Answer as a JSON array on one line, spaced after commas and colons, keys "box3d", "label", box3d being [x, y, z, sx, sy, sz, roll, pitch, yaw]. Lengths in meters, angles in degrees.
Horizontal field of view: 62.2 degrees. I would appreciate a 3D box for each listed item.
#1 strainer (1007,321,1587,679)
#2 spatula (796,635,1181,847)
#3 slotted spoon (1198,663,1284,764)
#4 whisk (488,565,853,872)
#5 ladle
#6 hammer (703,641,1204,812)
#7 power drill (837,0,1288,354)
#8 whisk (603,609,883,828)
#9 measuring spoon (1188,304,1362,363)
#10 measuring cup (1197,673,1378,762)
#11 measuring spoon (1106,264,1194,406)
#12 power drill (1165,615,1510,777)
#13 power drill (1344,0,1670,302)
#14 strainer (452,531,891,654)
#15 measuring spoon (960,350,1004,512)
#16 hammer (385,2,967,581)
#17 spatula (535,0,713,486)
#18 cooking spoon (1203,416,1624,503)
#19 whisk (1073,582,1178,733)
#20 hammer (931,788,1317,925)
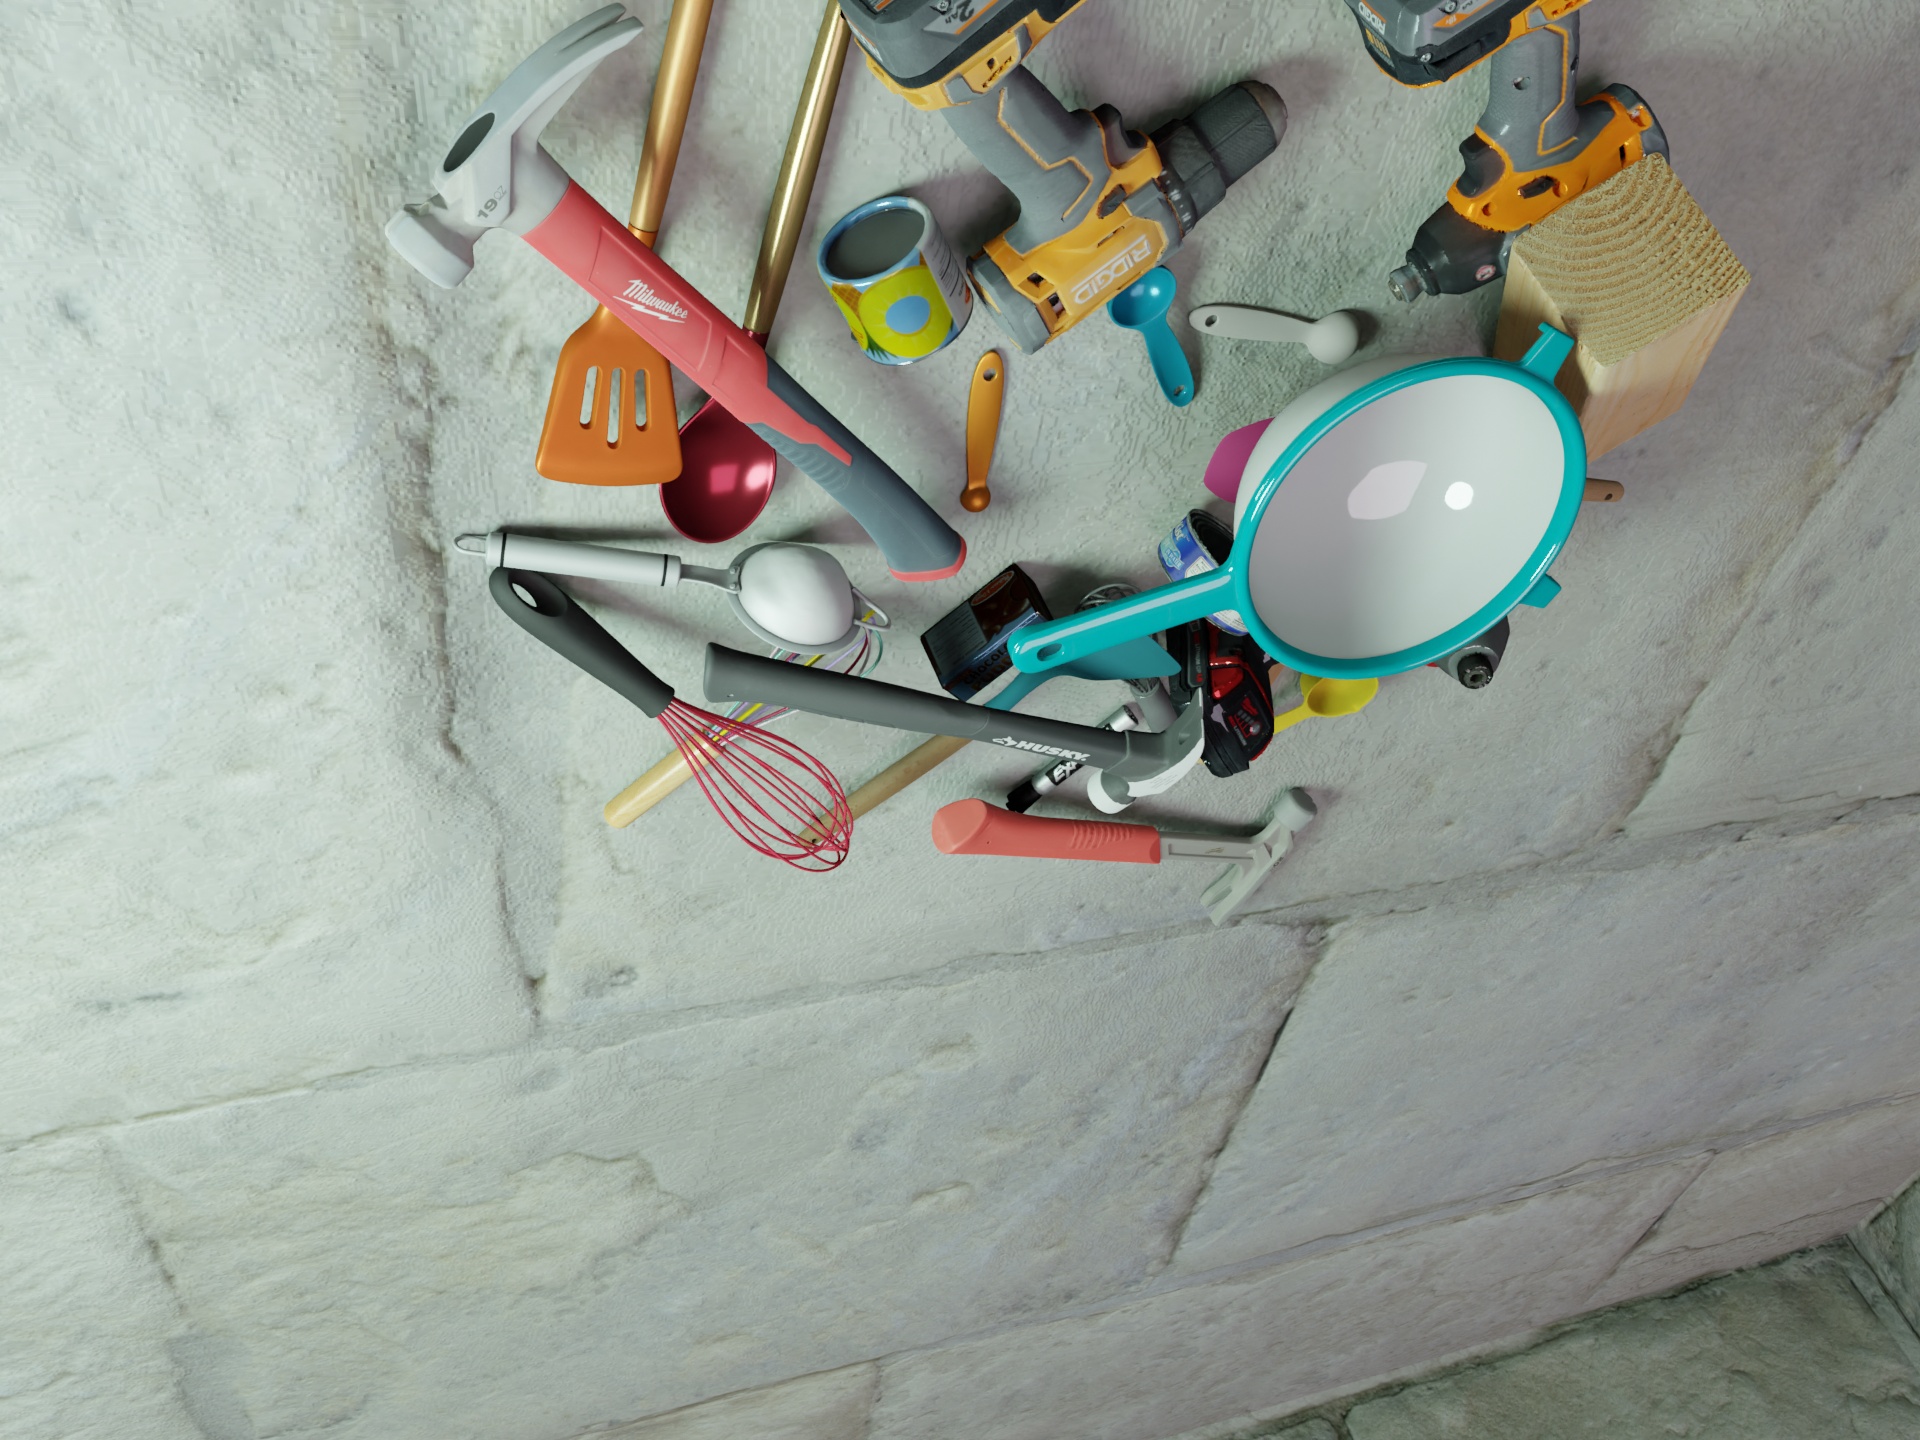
[{"box3d": [0.181, -0.112, 0.918, 0.340, 0.095, 0.210, -18, 133, -1], "label": "strainer"}, {"box3d": [0.002, 0.015, 1.103, 0.317, 0.044, 0.082, -35, 132, 24], "label": "spatula"}, {"box3d": [0.253, -0.078, 1.151, 0.070, 0.031, 0.313, 7, 132, -29], "label": "slotted spoon"}, {"box3d": [-0.169, 0.001, 0.976, 0.073, 0.073, 0.295, -38, 120, 17], "label": "whisk"}, {"box3d": [-0.100, -0.227, 0.824, 0.069, 0.031, 0.315, -3, 134, -30], "label": "ladle"}, {"box3d": [-0.002, -0.003, 1.000, 0.334, 0.035, 0.146, 12, 153, -23], "label": "hammer"}, {"box3d": [0.060, -0.306, 0.774, 0.185, 0.084, 0.226, -35, 143, 4], "label": "power drill"}, {"box3d": [-0.144, 0.000, 1.044, 0.245, 0.047, 0.051, -36, 127, 21], "label": "whisk"}, {"box3d": [0.193, -0.233, 0.961, 0.124, 0.018, 0.034, 1, 135, -25], "label": "measuring spoon"}, {"box3d": [0.248, -0.010, 1.236, 0.156, 0.029, 0.062, -27, 140, 23], "label": "measuring cup"}, {"box3d": [0.114, -0.228, 0.937, 0.042, 0.021, 0.128, -30, 149, 7], "label": "measuring spoon"}, {"box3d": [0.254, -0.048, 1.066, 0.219, 0.143, 0.078, -20, 128, 20], "label": "power drill"}, {"box3d": [0.284, -0.328, 0.854, 0.164, 0.084, 0.226, -34, 143, 12], "label": "power drill"}, {"box3d": [-0.159, -0.086, 0.920, 0.258, 0.087, 0.050, 6, 141, -16], "label": "strainer"}, {"box3d": [0.014, -0.169, 0.951, 0.021, 0.011, 0.116, -10, 138, -15], "label": "measuring spoon"}, {"box3d": [-0.097, -0.184, 0.820, 0.143, 0.038, 0.385, -45, 141, 8], "label": "hammer"}, {"box3d": [-0.143, -0.255, 0.761, 0.081, 0.041, 0.322, -3, 135, -31], "label": "spatula"}, {"box3d": [0.295, -0.154, 1.004, 0.318, 0.017, 0.068, 0, 135, -23], "label": "cooking spoon"}, {"box3d": [0.135, -0.027, 1.143, 0.055, 0.055, 0.238, -29, 144, 7], "label": "whisk"}, {"box3d": [0.124, 0.103, 1.265, 0.358, 0.037, 0.149, 7, 132, -38], "label": "hammer"}]
